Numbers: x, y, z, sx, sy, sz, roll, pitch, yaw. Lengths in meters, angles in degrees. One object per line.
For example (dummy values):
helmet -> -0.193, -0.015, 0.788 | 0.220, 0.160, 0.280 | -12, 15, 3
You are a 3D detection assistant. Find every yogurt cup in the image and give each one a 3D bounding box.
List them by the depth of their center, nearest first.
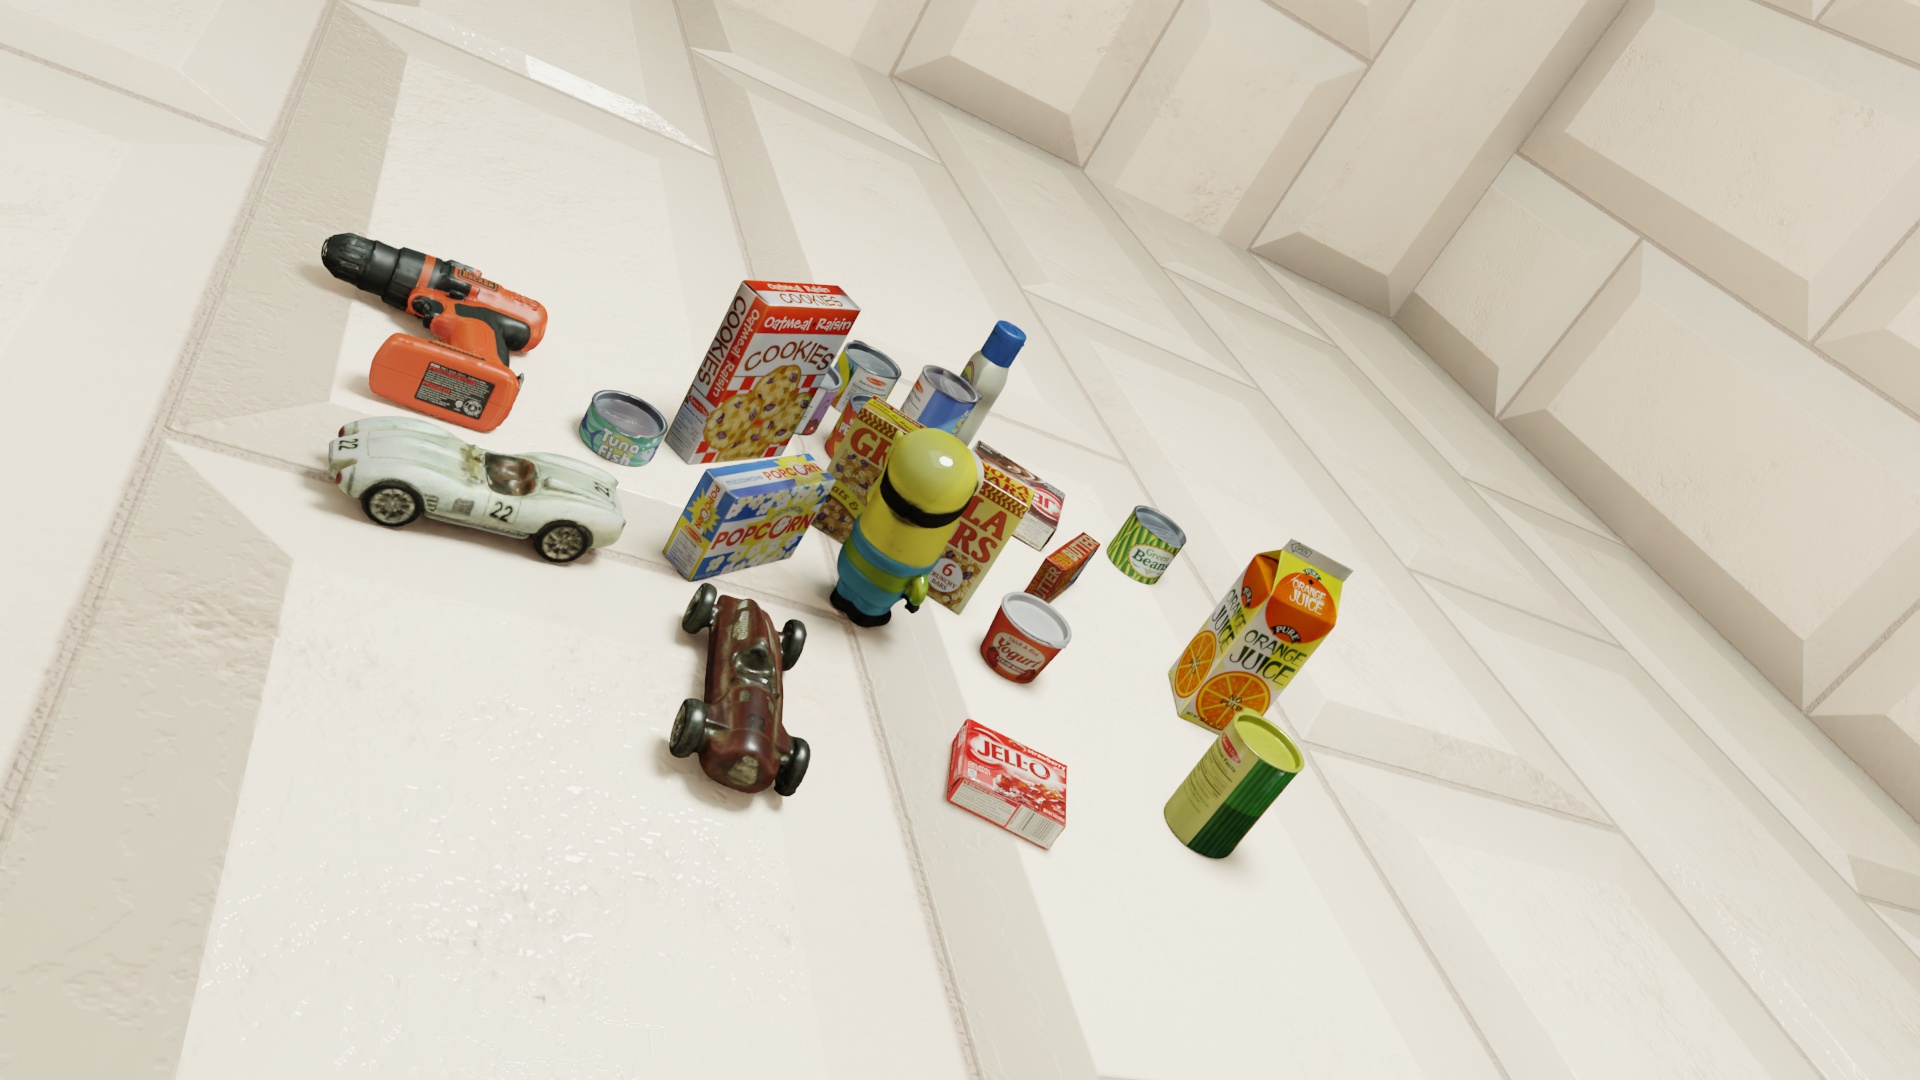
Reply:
yogurt cup -> 0.053, 0.084, 1.183 | 0.072, 0.053, 0.073 | 26, 26, -13

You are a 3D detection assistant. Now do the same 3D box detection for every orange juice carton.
orange juice carton -> 0.275, 0.085, 1.269 | 0.072, 0.191, 0.073 | 26, 26, -14

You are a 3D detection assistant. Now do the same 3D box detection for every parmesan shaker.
parmesan shaker -> 0.217, 0.195, 1.112 | 0.071, 0.102, 0.071 | 26, 26, -13

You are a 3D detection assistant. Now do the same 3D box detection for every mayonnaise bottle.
mayonnaise bottle -> 0.019, -0.165, 1.482 | 0.041, 0.147, 0.065 | 20, 28, -25

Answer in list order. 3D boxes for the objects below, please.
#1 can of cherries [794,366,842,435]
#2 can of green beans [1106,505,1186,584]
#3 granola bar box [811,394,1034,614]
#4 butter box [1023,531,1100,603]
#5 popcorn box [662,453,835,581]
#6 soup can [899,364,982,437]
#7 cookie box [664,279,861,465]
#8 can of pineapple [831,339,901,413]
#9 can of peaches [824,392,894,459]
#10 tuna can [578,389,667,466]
can of cherries -> -0.156, -0.145, 1.356 | 0.071, 0.058, 0.072 | 26, 26, -13
can of green beans -> 0.198, 0.005, 1.484 | 0.071, 0.057, 0.071 | 26, 26, -13
granola bar box -> -0.037, -0.031, 1.207 | 0.165, 0.123, 0.039 | 32, 25, -1
butter box -> 0.097, 0.029, 1.333 | 0.024, 0.053, 0.104 | 38, 26, 12
popcorn box -> -0.165, -0.020, 1.091 | 0.038, 0.085, 0.127 | 41, 27, 19
soup can -> -0.027, -0.128, 1.441 | 0.071, 0.083, 0.072 | 26, 26, -13
cookie box -> -0.173, -0.147, 1.214 | 0.040, 0.166, 0.123 | 43, 27, 22
can of pineapple -> -0.104, -0.167, 1.454 | 0.071, 0.057, 0.071 | 26, 26, -13
can of peaches -> -0.092, -0.101, 1.348 | 0.071, 0.057, 0.071 | 26, 26, -13
tuna can -> -0.280, -0.092, 1.152 | 0.071, 0.032, 0.071 | 26, 26, -13
